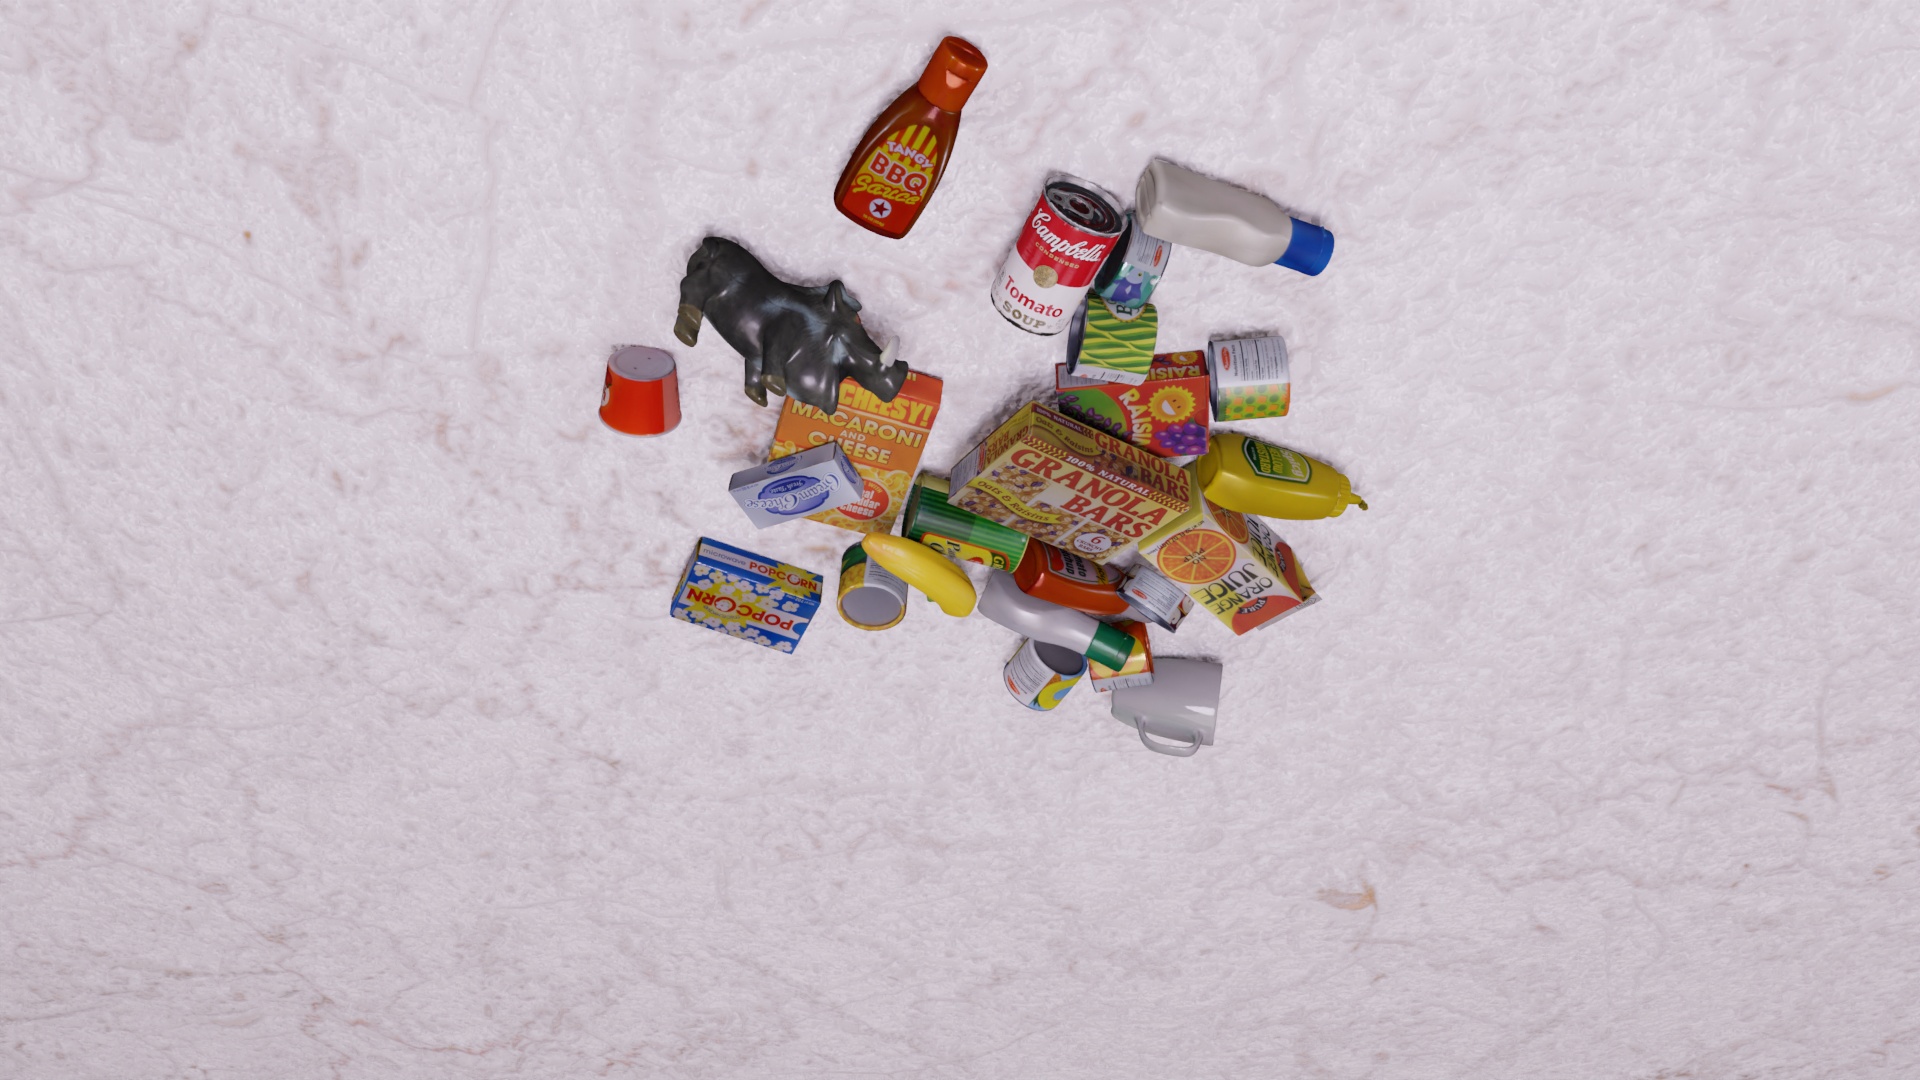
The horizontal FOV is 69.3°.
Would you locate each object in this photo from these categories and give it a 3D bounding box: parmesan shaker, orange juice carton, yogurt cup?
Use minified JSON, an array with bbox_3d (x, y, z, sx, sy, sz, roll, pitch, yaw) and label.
[{"bbox_3d":[0.004,-0.016,1.238,0.103,0.072,0.071,15,133,-11],"label":"parmesan shaker"},{"bbox_3d":[0.244,0.020,1.255,0.071,0.073,0.192,-34,125,29],"label":"orange juice carton"},{"bbox_3d":[-0.263,-0.124,1.144,0.072,0.073,0.053,8,126,-5],"label":"yogurt cup"}]

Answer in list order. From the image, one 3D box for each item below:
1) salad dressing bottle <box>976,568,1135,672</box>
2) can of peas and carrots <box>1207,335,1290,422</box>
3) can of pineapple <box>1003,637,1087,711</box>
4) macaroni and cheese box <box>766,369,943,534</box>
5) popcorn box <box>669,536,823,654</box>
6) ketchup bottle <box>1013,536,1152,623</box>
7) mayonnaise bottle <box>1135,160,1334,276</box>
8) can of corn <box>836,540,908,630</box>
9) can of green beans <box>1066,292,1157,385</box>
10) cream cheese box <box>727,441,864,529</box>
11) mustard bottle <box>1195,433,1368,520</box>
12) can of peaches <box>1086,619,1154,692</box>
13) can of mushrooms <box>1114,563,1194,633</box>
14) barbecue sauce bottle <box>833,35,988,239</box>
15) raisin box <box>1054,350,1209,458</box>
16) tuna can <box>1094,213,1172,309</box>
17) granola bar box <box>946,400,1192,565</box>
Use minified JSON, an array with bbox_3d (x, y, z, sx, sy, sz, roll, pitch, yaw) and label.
[{"bbox_3d":[0.090,0.076,1.304,0.148,0.064,0.043,26,117,4],"label":"salad dressing bottle"},{"bbox_3d":[0.231,-0.129,1.118,0.059,0.071,0.070,-4,134,6],"label":"can of peas and carrots"},{"bbox_3d":[0.085,0.125,1.371,0.071,0.071,0.057,20,131,-17],"label":"can of pineapple"},{"bbox_3d":[-0.098,-0.083,1.192,0.124,0.040,0.165,14,134,-11],"label":"macaroni and cheese box"},{"bbox_3d":[-0.205,0.054,1.331,0.127,0.038,0.084,19,131,-15],"label":"popcorn box"},{"bbox_3d":[0.121,0.042,1.292,0.149,0.065,0.043,19,122,-27],"label":"ketchup bottle"},{"bbox_3d":[0.203,-0.232,1.022,0.148,0.065,0.041,14,136,-16],"label":"mayonnaise bottle"},{"bbox_3d":[-0.082,0.044,1.302,0.071,0.058,0.070,1,134,1],"label":"can of corn"},{"bbox_3d":[0.119,-0.158,1.092,0.058,0.071,0.070,8,134,-6],"label":"can of green beans"},{"bbox_3d":[-0.140,-0.046,1.185,0.103,0.024,0.053,-16,133,19],"label":"cream cheese box"},{"bbox_3d":[0.284,-0.049,1.197,0.160,0.065,0.048,11,136,-16],"label":"mustard bottle"},{"bbox_3d":[0.155,0.109,1.353,0.058,0.071,0.071,-10,133,12],"label":"can of peaches"},{"bbox_3d":[0.175,0.052,1.254,0.071,0.071,0.033,37,86,-29],"label":"can of mushrooms"},{"bbox_3d":[-0.032,-0.287,0.989,0.065,0.044,0.147,24,130,-18],"label":"barbecue sauce bottle"},{"bbox_3d":[0.144,-0.110,1.157,0.123,0.040,0.085,-5,133,6],"label":"raisin box"},{"bbox_3d":[0.128,-0.209,1.044,0.033,0.071,0.070,19,132,-14],"label":"tuna can"},{"bbox_3d":[0.091,-0.046,1.168,0.165,0.039,0.123,22,144,-25],"label":"granola bar box"}]
